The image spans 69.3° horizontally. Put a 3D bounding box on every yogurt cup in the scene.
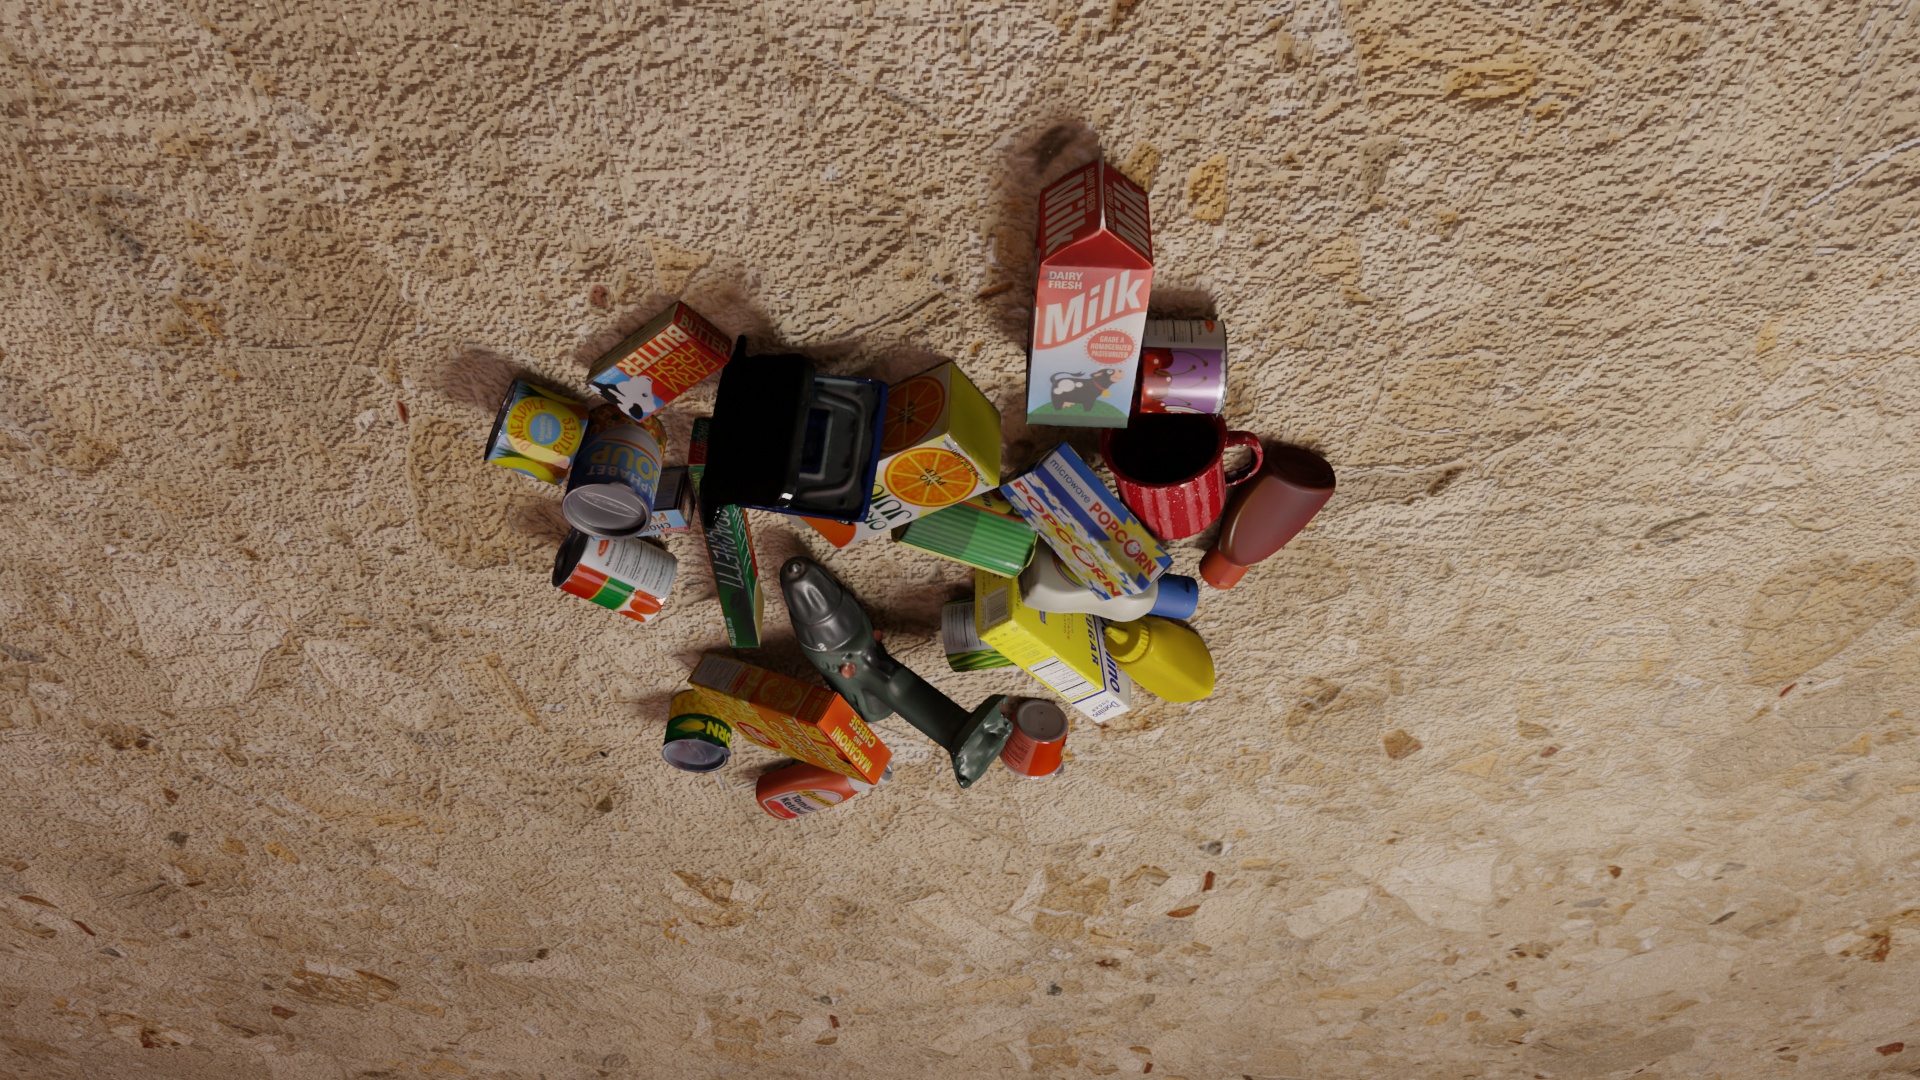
[{"bbox_3d":[0.075,0.195,1.380,0.072,0.073,0.053,8,133,-8],"label":"yogurt cup"}]

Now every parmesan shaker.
[{"bbox_3d":[0.004,-0.014,1.112,0.103,0.072,0.071,17,139,-18],"label":"parmesan shaker"}]

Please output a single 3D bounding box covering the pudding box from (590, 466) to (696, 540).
[{"bbox_3d":[-0.258,-0.030,1.118,0.084,0.050,0.030,-5,139,8],"label":"pudding box"}]

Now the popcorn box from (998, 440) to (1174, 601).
[{"bbox_3d":[0.094,-0.013,1.064,0.126,0.038,0.085,47,162,-6],"label":"popcorn box"}]

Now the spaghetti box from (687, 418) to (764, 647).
[{"bbox_3d":[-0.192,0.001,1.154,0.029,0.050,0.248,-1,141,0],"label":"spaghetti box"}]

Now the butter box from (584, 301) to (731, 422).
[{"bbox_3d":[-0.220,-0.129,1.012,0.103,0.024,0.053,-27,133,31],"label":"butter box"}]

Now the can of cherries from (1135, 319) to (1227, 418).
[{"bbox_3d":[0.154,-0.119,0.974,0.058,0.072,0.071,0,142,2],"label":"can of cherries"}]

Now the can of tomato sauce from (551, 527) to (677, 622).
[{"bbox_3d":[-0.293,0.026,1.177,0.083,0.071,0.071,27,135,-29],"label":"can of tomato sauce"}]

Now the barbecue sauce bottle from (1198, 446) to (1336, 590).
[{"bbox_3d":[0.241,-0.014,1.125,0.065,0.044,0.147,13,141,-13],"label":"barbecue sauce bottle"}]

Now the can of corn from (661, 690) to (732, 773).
[{"bbox_3d":[-0.259,0.191,1.390,0.071,0.058,0.070,1,141,1],"label":"can of corn"}]

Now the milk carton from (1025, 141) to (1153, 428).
[{"bbox_3d":[0.084,-0.164,0.918,0.073,0.073,0.189,2,141,0],"label":"milk carton"}]

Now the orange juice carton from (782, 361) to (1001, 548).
[{"bbox_3d":[-0.068,-0.056,1.059,0.192,0.073,0.071,-20,137,26],"label":"orange juice carton"}]

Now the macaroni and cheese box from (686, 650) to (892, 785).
[{"bbox_3d":[-0.162,0.169,1.316,0.166,0.040,0.123,13,152,34],"label":"macaroni and cheese box"}]

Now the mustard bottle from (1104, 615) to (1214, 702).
[{"bbox_3d":[0.170,0.099,1.237,0.048,0.065,0.160,-22,146,32],"label":"mustard bottle"}]

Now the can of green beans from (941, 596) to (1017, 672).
[{"bbox_3d":[0.019,0.082,1.236,0.058,0.071,0.071,-8,141,13],"label":"can of green beans"}]

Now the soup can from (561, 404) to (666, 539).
[{"bbox_3d":[-0.261,-0.054,1.060,0.071,0.084,0.071,1,142,1],"label":"soup can"}]

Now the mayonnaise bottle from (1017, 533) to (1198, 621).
[{"bbox_3d":[0.121,0.035,1.138,0.148,0.065,0.041,10,138,-16],"label":"mayonnaise bottle"}]

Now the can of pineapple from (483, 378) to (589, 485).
[{"bbox_3d":[-0.317,-0.081,1.041,0.058,0.071,0.070,21,138,-24],"label":"can of pineapple"}]

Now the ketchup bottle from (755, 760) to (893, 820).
[{"bbox_3d":[-0.143,0.258,1.483,0.148,0.044,0.064,-20,136,24],"label":"ketchup bottle"}]
